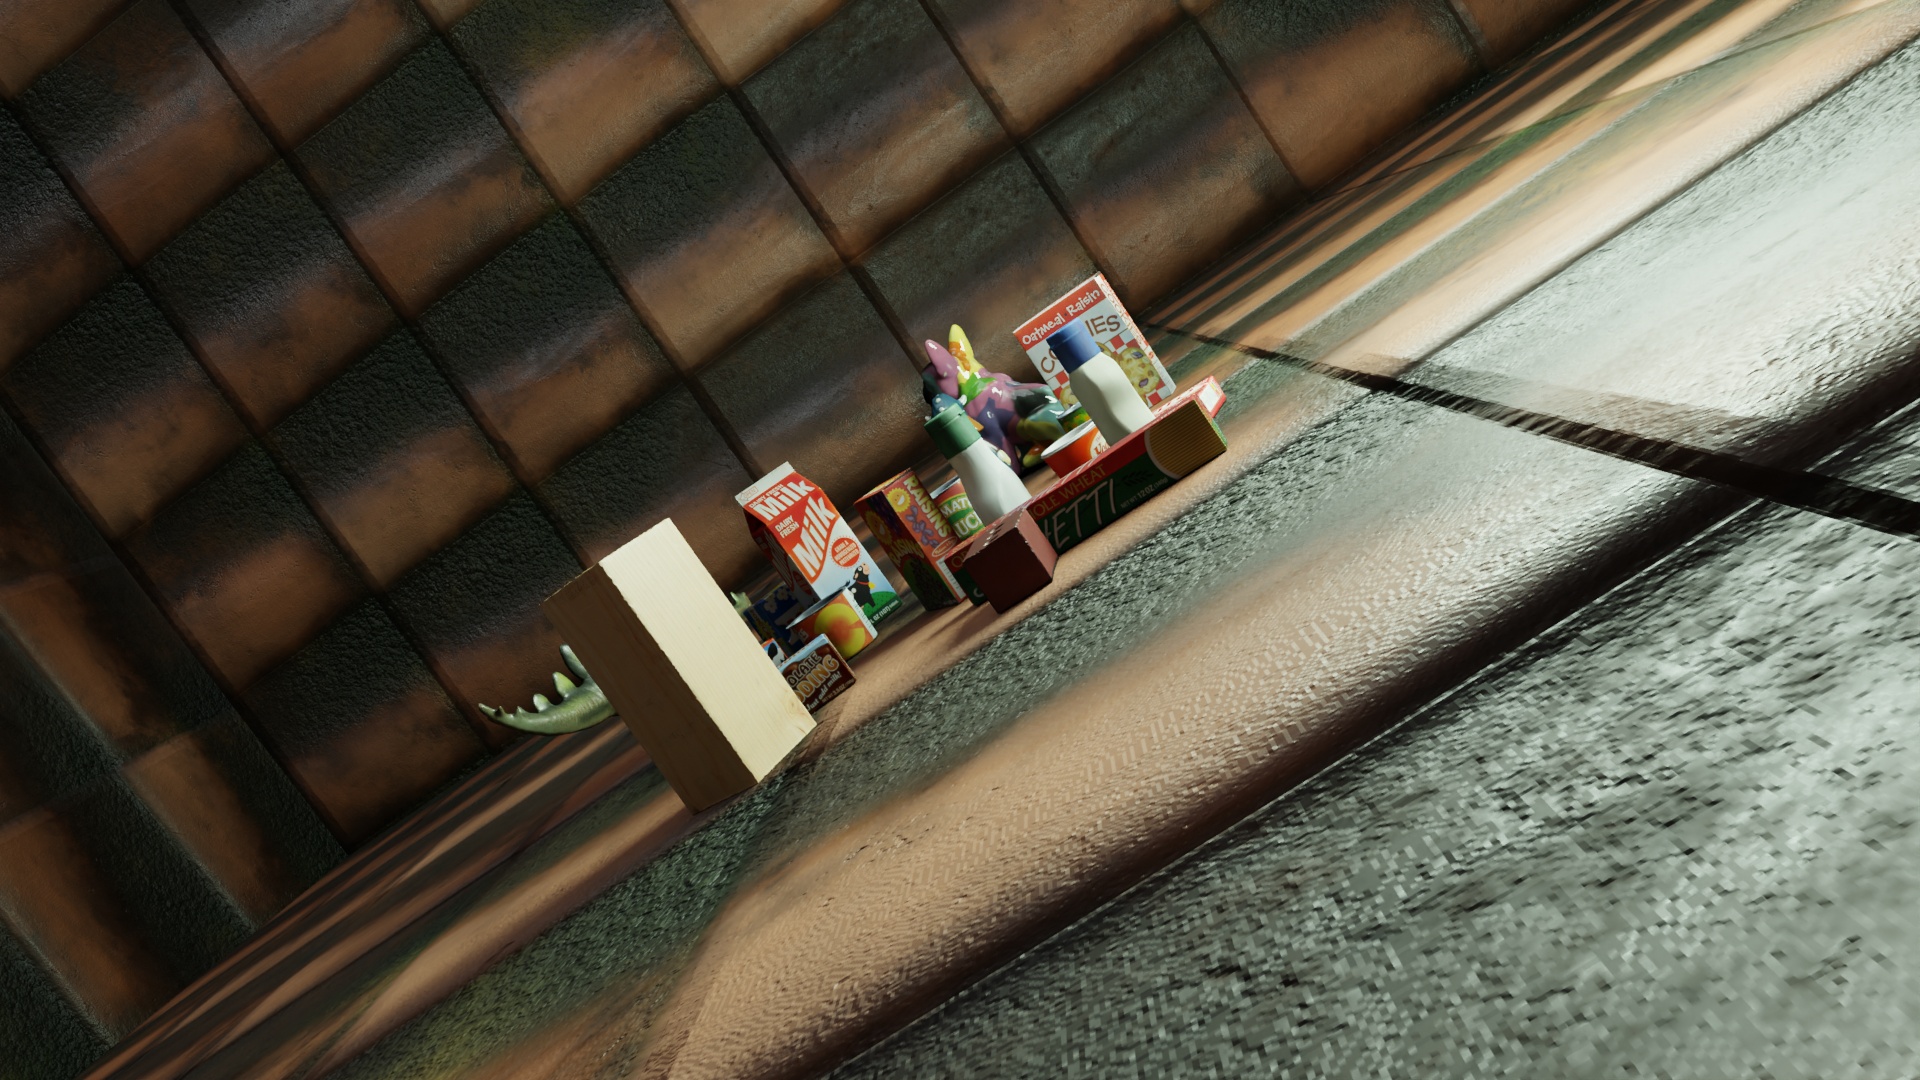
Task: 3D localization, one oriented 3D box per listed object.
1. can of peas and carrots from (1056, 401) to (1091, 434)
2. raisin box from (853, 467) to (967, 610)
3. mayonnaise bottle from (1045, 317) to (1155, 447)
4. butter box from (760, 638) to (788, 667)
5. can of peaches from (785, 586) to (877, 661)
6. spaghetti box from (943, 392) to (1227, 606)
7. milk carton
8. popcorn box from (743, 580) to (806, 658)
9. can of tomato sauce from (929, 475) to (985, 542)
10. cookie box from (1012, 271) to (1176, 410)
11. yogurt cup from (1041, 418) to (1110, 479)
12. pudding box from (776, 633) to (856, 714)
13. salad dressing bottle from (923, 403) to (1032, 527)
[{"bbox_3d":[0.150,-0.131,1.574,0.071,0.058,0.071,-34,6,4],"label":"can of peas and carrots"},{"bbox_3d":[-0.037,0.001,1.259,0.040,0.123,0.086,-37,7,-21],"label":"raisin box"},{"bbox_3d":[0.133,-0.131,1.255,0.041,0.148,0.064,-37,6,-17],"label":"mayonnaise bottle"},{"bbox_3d":[-0.213,0.148,1.383,0.104,0.053,0.024,-37,7,-24],"label":"butter box"},{"bbox_3d":[-0.125,0.088,1.355,0.071,0.058,0.071,-34,6,4],"label":"can of peaches"},{"bbox_3d":[0.099,-0.030,1.130,0.249,0.050,0.029,-33,6,15],"label":"spaghetti box"},{"bbox_3d":[-0.152,0.013,1.449,0.072,0.190,0.073,-37,7,-23],"label":"milk carton"},{"bbox_3d":[-0.167,0.077,1.532,0.038,0.085,0.127,-29,9,45],"label":"popcorn box"},{"bbox_3d":[0.005,-0.017,1.360,0.071,0.083,0.071,-34,6,4],"label":"can of tomato sauce"},{"bbox_3d":[0.161,-0.217,1.667,0.122,0.167,0.040,-32,7,25],"label":"cookie box"},{"bbox_3d":[0.121,-0.081,1.371,0.072,0.054,0.072,-34,6,4],"label":"yogurt cup"},{"bbox_3d":[-0.137,0.123,1.192,0.084,0.049,0.030,-35,6,-6],"label":"pudding box"},{"bbox_3d":[0.024,-0.051,1.226,0.044,0.147,0.064,-31,7,29],"label":"salad dressing bottle"}]
